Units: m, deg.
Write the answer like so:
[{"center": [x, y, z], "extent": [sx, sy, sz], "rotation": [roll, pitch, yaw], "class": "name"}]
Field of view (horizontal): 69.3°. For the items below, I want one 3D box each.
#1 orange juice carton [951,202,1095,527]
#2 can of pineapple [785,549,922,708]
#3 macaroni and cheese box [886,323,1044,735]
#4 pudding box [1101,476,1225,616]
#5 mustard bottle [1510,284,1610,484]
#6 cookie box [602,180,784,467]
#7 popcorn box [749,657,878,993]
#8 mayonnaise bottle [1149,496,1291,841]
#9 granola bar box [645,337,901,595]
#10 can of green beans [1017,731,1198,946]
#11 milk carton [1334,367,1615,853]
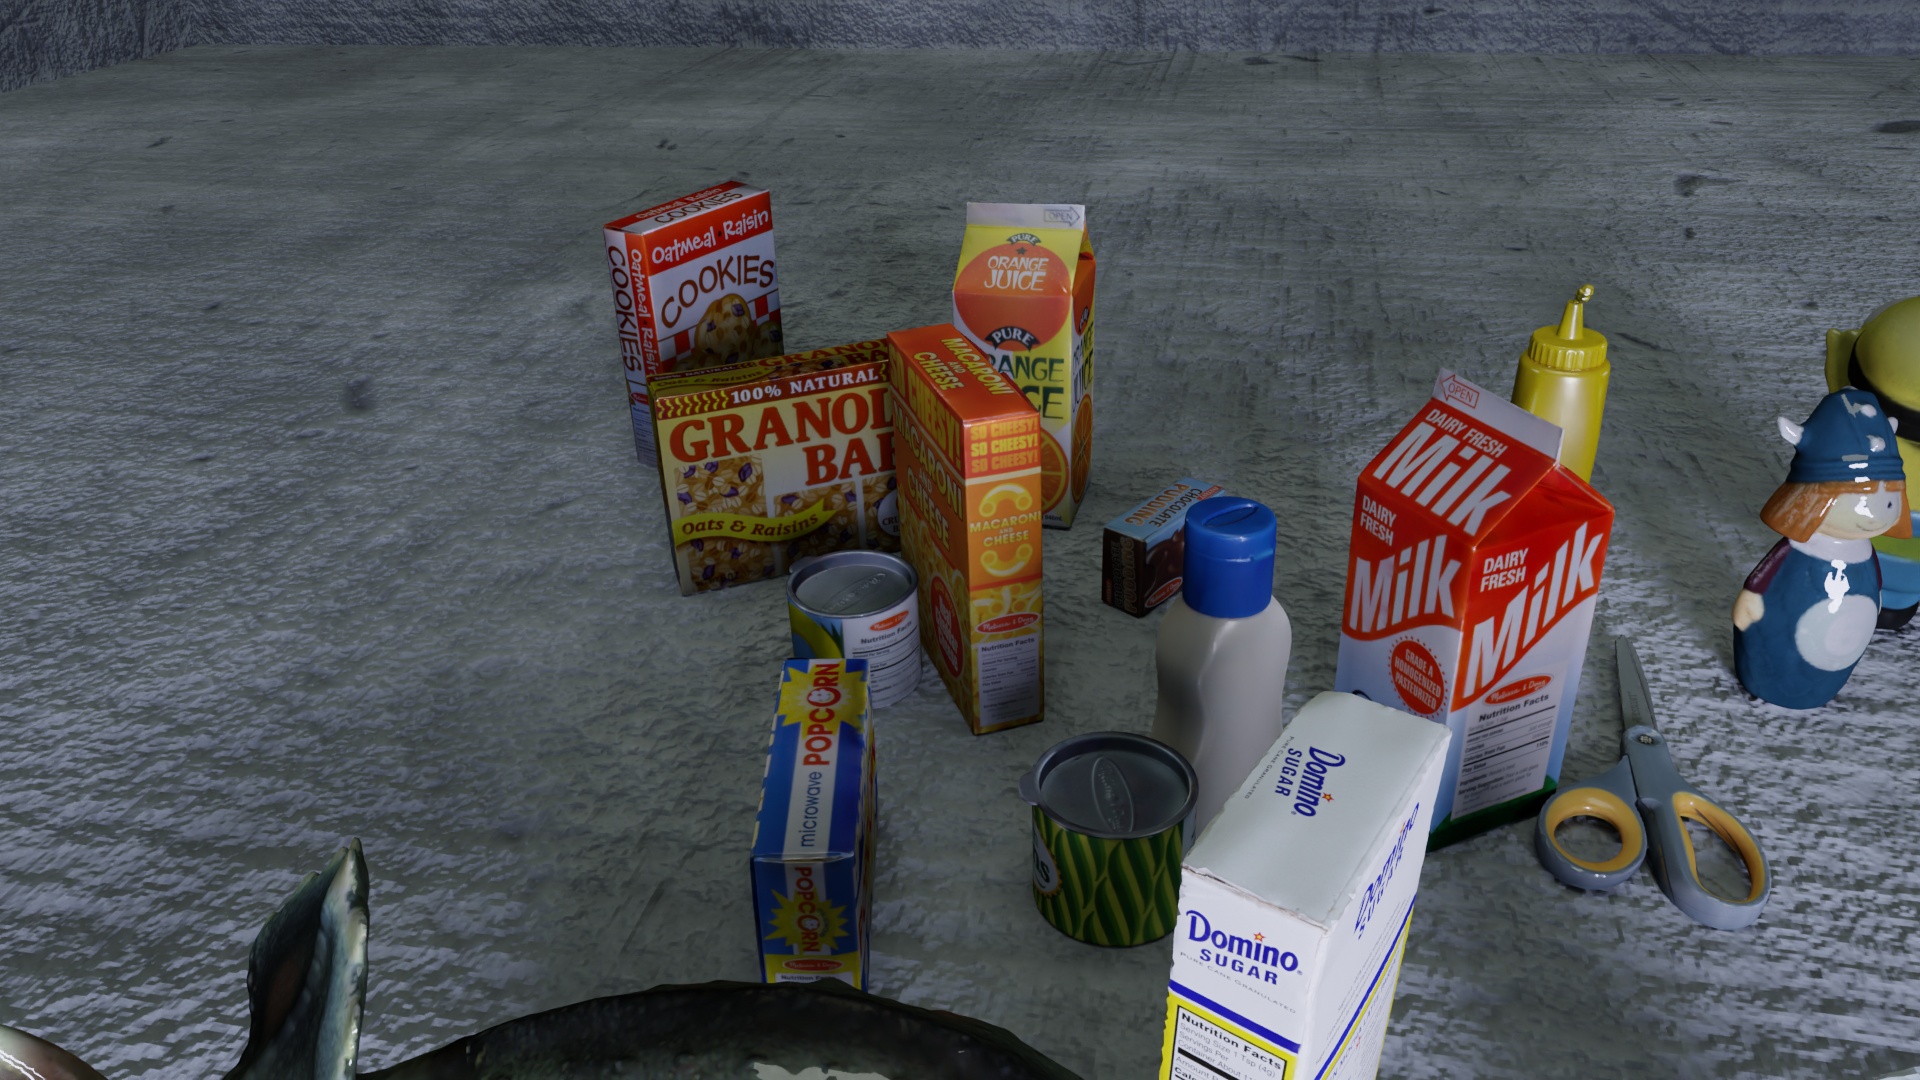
[{"center": [0.040, -0.110, 0.843], "extent": [0.072, 0.191, 0.073], "rotation": [6, 29, 14], "class": "orange juice carton"}, {"center": [-0.054, 0.044, 0.706], "extent": [0.071, 0.057, 0.071], "rotation": [-1, 28, 1], "class": "can of pineapple"}, {"center": [0.002, -0.009, 0.686], "extent": [0.040, 0.165, 0.124], "rotation": [-10, 30, -15], "class": "macaroni and cheese box"}, {"center": [0.115, 0.002, 0.782], "extent": [0.030, 0.049, 0.084], "rotation": [21, 36, 36], "class": "pudding box"}, {"center": [0.335, -0.069, 0.785], "extent": [0.049, 0.159, 0.065], "rotation": [6, 29, 14], "class": "mustard bottle"}, {"center": [-0.177, -0.148, 0.952], "extent": [0.040, 0.166, 0.123], "rotation": [16, 33, 29], "class": "cookie box"}, {"center": [-0.055, 0.115, 0.547], "extent": [0.038, 0.084, 0.127], "rotation": [-2, 28, 0], "class": "popcorn box"}, {"center": [0.109, 0.054, 0.584], "extent": [0.065, 0.147, 0.041], "rotation": [-19, 33, -28], "class": "mayonnaise bottle"}, {"center": [-0.090, -0.046, 0.804], "extent": [0.166, 0.123, 0.039], "rotation": [-12, 30, -18], "class": "granola bar box"}, {"center": [0.061, 0.120, 0.560], "extent": [0.071, 0.057, 0.071], "rotation": [-1, 28, 1], "class": "can of green beans"}, {"center": [0.212, 0.028, 0.583], "extent": [0.073, 0.189, 0.072], "rotation": [-13, 30, -20], "class": "milk carton"}]
